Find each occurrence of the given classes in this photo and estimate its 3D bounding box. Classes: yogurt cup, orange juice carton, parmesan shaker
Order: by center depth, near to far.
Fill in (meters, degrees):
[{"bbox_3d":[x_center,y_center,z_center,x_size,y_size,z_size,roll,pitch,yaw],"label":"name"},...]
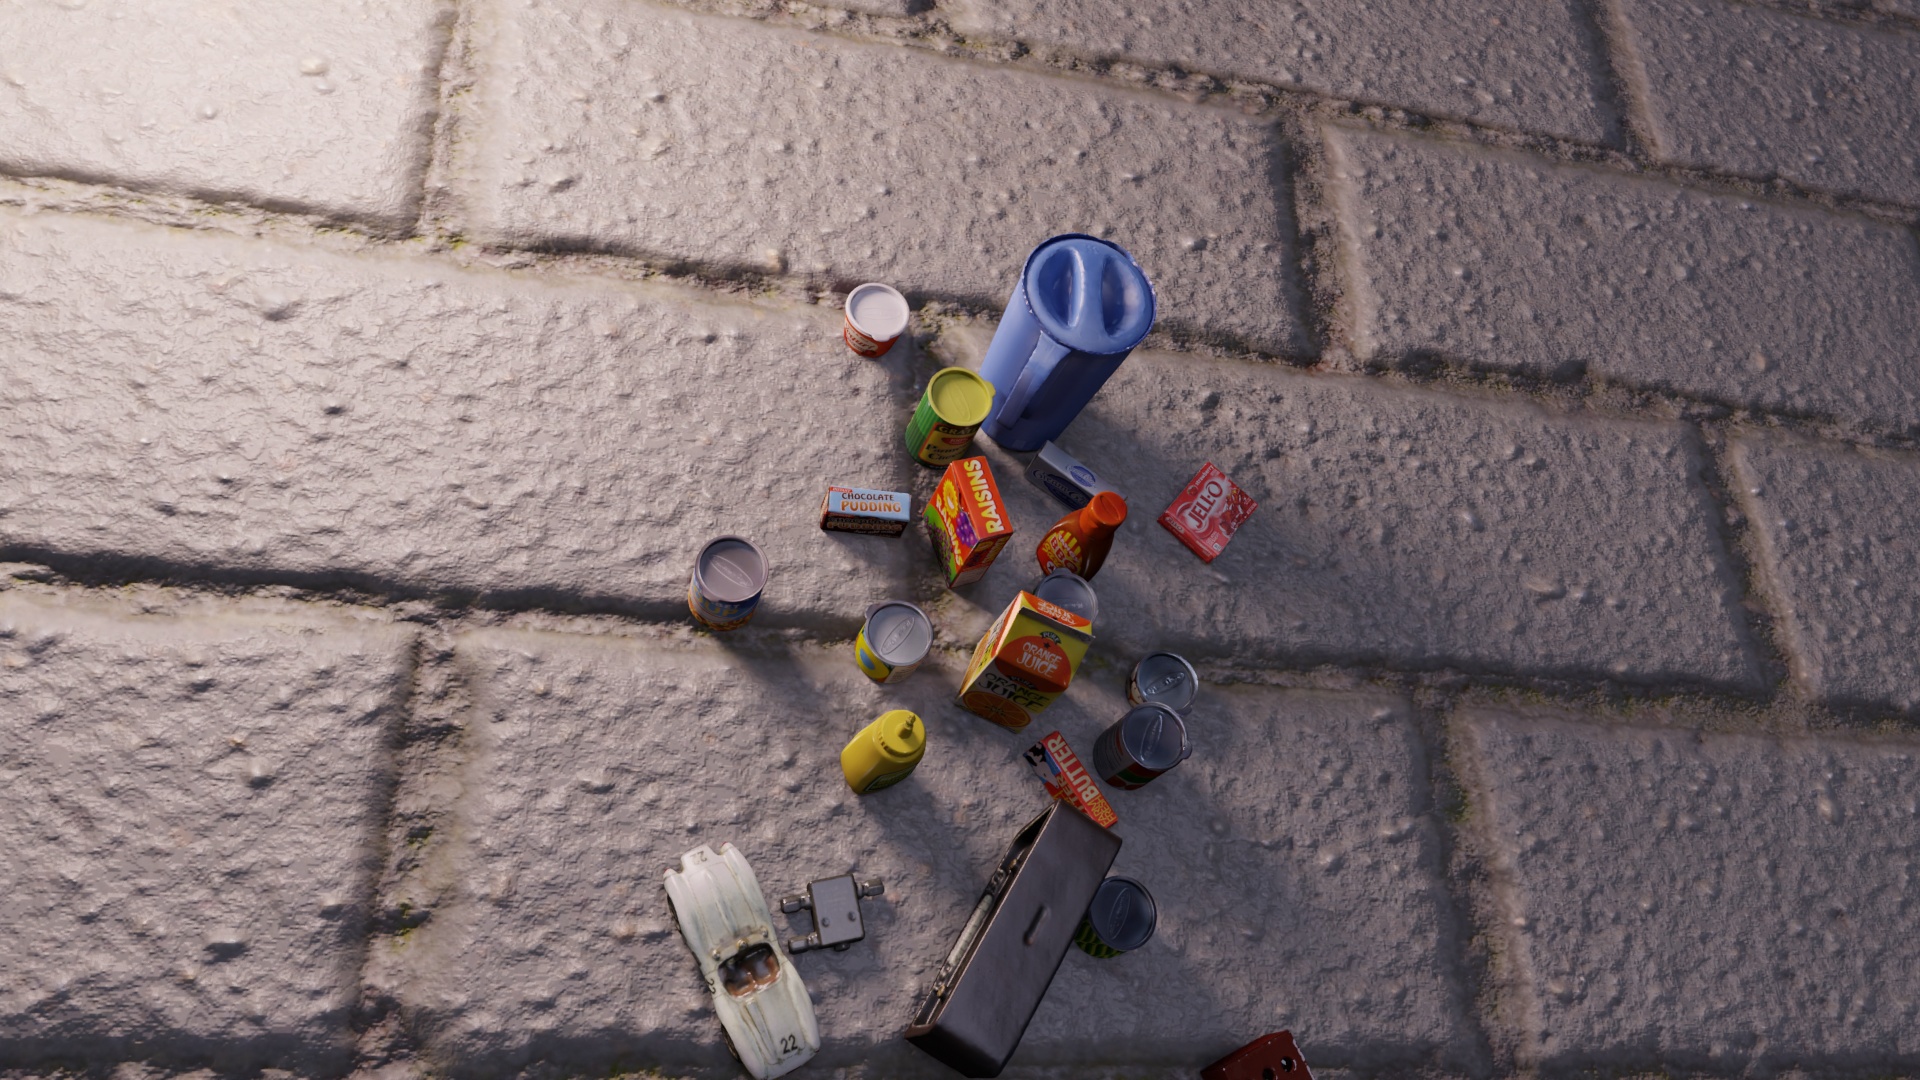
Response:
[{"bbox_3d":[0.061,0.108,1.278,0.072,0.191,0.073,25,62,-4],"label":"orange juice carton"},{"bbox_3d":[-0.011,-0.123,1.413,0.071,0.102,0.071,6,65,-14],"label":"parmesan shaker"},{"bbox_3d":[-0.092,-0.230,1.466,0.072,0.053,0.072,6,65,-14],"label":"yogurt cup"}]

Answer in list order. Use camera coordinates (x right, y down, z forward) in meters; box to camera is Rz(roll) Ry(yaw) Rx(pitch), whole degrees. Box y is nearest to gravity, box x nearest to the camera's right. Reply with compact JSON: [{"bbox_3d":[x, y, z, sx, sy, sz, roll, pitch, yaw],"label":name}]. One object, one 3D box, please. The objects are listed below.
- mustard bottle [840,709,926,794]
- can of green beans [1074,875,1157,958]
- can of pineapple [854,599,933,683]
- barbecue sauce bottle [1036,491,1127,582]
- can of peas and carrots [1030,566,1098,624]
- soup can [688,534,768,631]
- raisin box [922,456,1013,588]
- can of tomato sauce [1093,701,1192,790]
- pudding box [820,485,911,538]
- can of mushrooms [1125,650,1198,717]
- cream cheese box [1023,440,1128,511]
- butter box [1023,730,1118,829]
[{"bbox_3d":[-0.062,0.183,1.225,0.065,0.159,0.049,-17,72,-22],"label":"mustard bottle"},{"bbox_3d":[0.138,0.344,1.268,0.071,0.057,0.071,6,65,-14],"label":"can of green beans"},{"bbox_3d":[-0.065,0.096,1.323,0.071,0.057,0.071,6,65,-14],"label":"can of pineapple"},{"bbox_3d":[0.122,-0.002,1.371,0.044,0.148,0.065,-30,78,-26],"label":"barbecue sauce bottle"},{"bbox_3d":[0.096,0.070,1.381,0.071,0.058,0.071,6,65,-14],"label":"can of peas and carrots"},{"bbox_3d":[-0.218,0.042,1.287,0.071,0.083,0.071,6,65,-14],"label":"soup can"},{"bbox_3d":[0.005,-0.017,1.358,0.040,0.123,0.086,-12,70,-21],"label":"raisin box"},{"bbox_3d":[0.173,0.199,1.331,0.071,0.082,0.071,6,65,-14],"label":"can of tomato sauce"},{"bbox_3d":[-0.094,-0.028,1.376,0.084,0.049,0.030,6,65,-14],"label":"pudding box"},{"bbox_3d":[0.202,0.148,1.391,0.071,0.033,0.071,6,65,-14],"label":"can of mushrooms"},{"bbox_3d":[0.119,-0.057,1.449,0.104,0.053,0.024,35,62,1],"label":"cream cheese box"},{"bbox_3d":[0.104,0.233,1.312,0.024,0.053,0.103,-29,77,-25],"label":"butter box"}]
